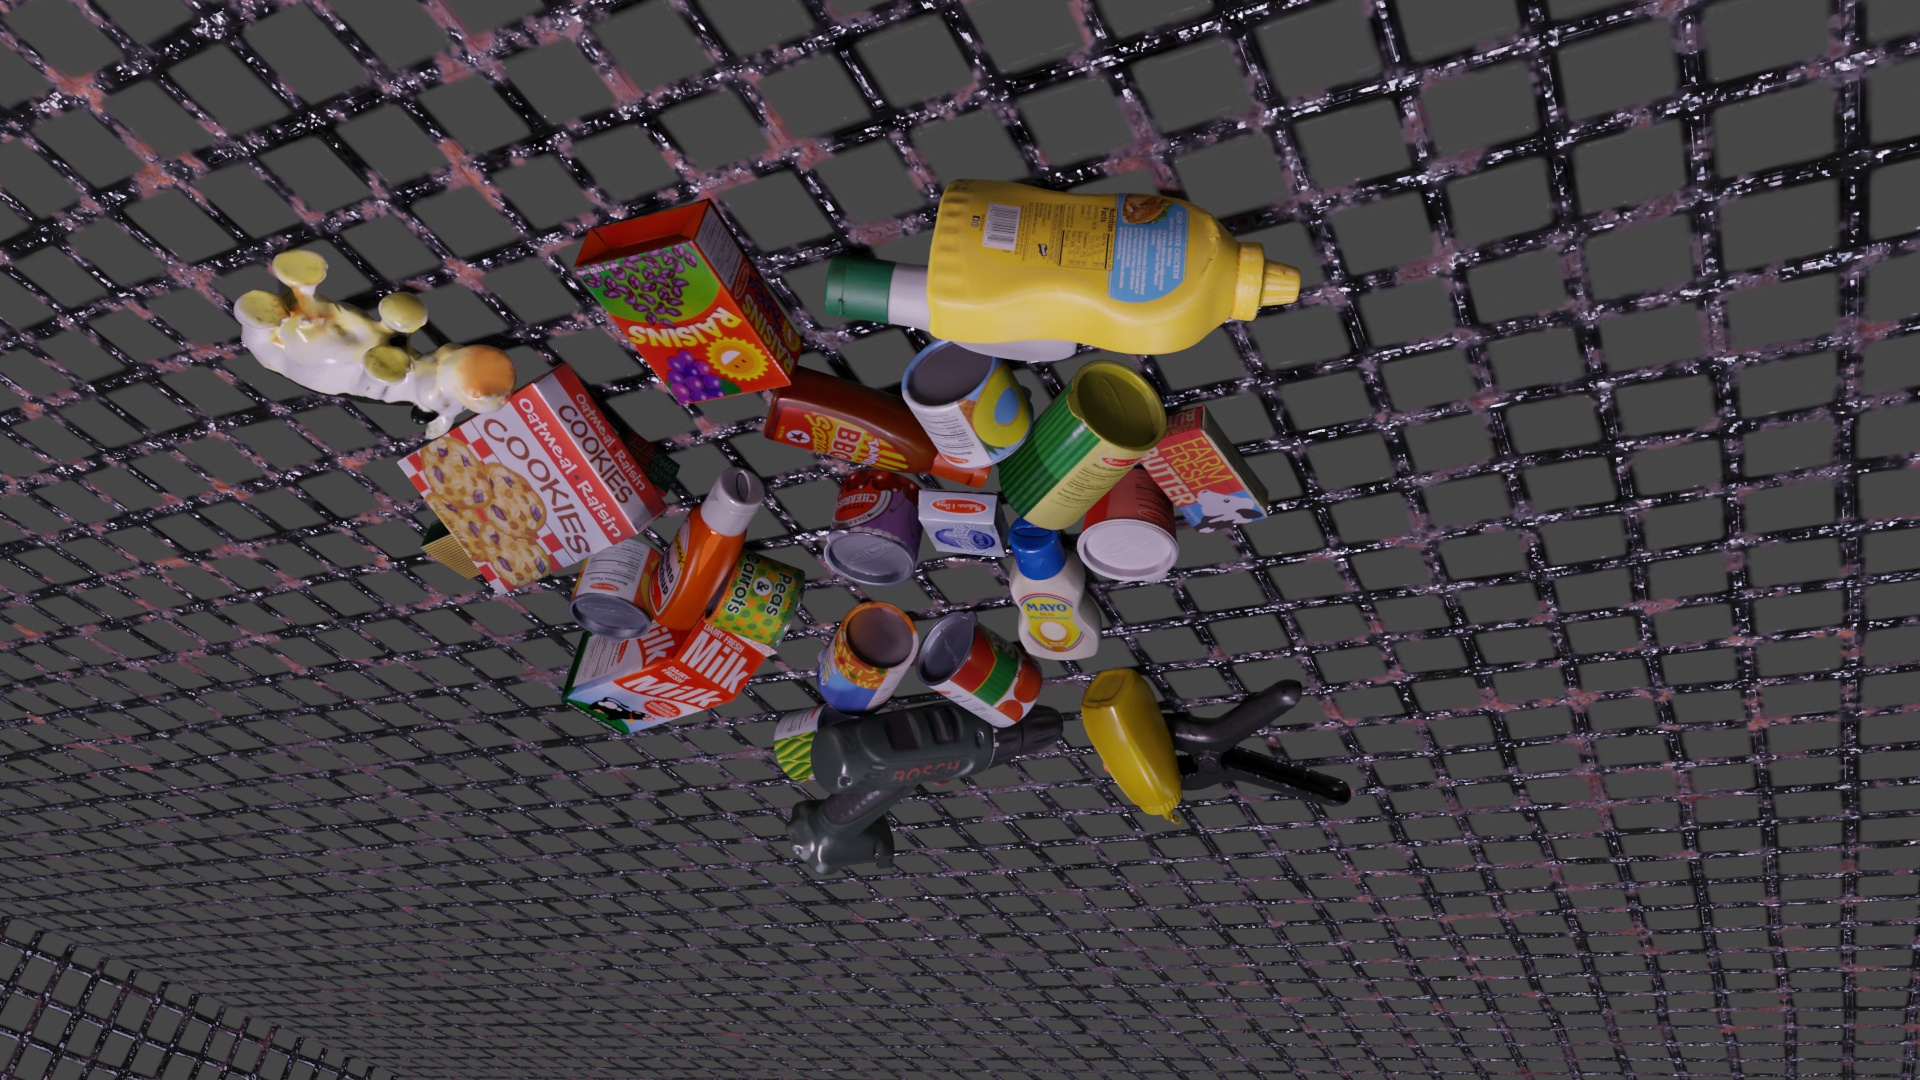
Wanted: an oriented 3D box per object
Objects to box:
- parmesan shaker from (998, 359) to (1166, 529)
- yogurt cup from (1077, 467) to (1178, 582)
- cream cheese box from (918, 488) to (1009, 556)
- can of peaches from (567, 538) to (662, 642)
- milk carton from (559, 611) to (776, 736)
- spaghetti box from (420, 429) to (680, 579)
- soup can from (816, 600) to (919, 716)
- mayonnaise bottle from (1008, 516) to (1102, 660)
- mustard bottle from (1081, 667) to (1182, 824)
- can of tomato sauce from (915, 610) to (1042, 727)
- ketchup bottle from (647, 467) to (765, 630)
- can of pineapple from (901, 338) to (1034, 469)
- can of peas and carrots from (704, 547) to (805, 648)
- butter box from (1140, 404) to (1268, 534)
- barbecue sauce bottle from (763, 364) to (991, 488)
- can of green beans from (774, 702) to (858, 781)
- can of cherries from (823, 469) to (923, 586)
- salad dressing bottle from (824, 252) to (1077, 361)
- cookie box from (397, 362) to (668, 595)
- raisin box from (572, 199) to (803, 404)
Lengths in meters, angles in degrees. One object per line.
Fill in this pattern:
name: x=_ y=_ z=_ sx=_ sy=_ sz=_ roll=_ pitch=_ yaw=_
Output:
parmesan shaker: x=0.073 y=-0.059 z=0.881 sx=0.071 sy=0.071 sz=0.102 roll=22 pitch=144 yaw=-17
yogurt cup: x=0.116 y=-0.013 z=0.948 sx=0.072 sy=0.054 sz=0.072 roll=6 pitch=145 yaw=5
cream cheese box: x=0.003 y=-0.012 z=0.970 sx=0.053 sy=0.024 sz=0.103 roll=5 pitch=168 yaw=8
can of peaches: x=-0.272 y=0.039 z=1.107 sx=0.071 sy=0.058 sz=0.071 roll=6 pitch=145 yaw=4
milk carton: x=-0.244 y=0.100 z=1.174 sx=0.190 sy=0.074 sz=0.072 roll=-21 pitch=135 yaw=35
spaghetti box: x=-0.316 y=-0.024 z=1.054 sx=0.249 sy=0.029 sz=0.050 roll=-19 pitch=136 yaw=34
soup can: x=-0.079 y=0.095 z=1.136 sx=0.071 sy=0.072 sz=0.083 roll=17 pitch=144 yaw=-10
mayonnaise bottle: x=0.066 y=0.036 z=1.039 sx=0.065 sy=0.041 sz=0.147 roll=0 pitch=145 yaw=16
mustard bottle: x=0.152 y=0.184 z=1.173 sx=0.049 sy=0.066 sz=0.159 roll=-6 pitch=121 yaw=37
can of tomato sauce: x=0.017 y=0.104 z=1.127 sx=0.071 sy=0.071 sz=0.083 roll=-25 pitch=133 yaw=39
ketchup bottle: x=-0.190 y=0.004 z=1.039 sx=0.043 sy=0.065 sz=0.148 roll=12 pitch=138 yaw=-28
can of pineapple: x=0.005 y=-0.088 z=0.860 sx=0.071 sy=0.071 sz=0.057 roll=-9 pitch=141 yaw=24
can of peas and carrots: x=-0.160 y=0.043 z=1.079 sx=0.059 sy=0.071 sz=0.070 roll=22 pitch=143 yaw=-17
butter box: x=0.159 y=-0.046 z=0.918 sx=0.053 sy=0.024 sz=0.103 roll=-16 pitch=138 yaw=31
barbecue sauce bottle: x=-0.052 y=-0.072 z=0.912 sx=0.148 sy=0.044 sz=0.064 roll=16 pitch=153 yaw=-10
can of green beans: x=-0.128 y=0.184 z=1.270 sx=0.057 sy=0.071 sz=0.071 roll=-20 pitch=136 yaw=35
can of cherries: x=-0.061 y=-0.010 z=0.989 sx=0.071 sy=0.059 sz=0.071 roll=7 pitch=145 yaw=5
salad dressing bottle: x=-0.003 y=-0.139 z=0.808 sx=0.148 sy=0.044 sz=0.064 roll=9 pitch=143 yaw=3
cookie box: x=-0.303 y=-0.040 z=0.981 sx=0.167 sy=0.040 sz=0.122 roll=-20 pitch=110 yaw=35
raisin box: x=-0.163 y=-0.141 z=0.845 sx=0.086 sy=0.040 sz=0.123 roll=-8 pitch=140 yaw=22
